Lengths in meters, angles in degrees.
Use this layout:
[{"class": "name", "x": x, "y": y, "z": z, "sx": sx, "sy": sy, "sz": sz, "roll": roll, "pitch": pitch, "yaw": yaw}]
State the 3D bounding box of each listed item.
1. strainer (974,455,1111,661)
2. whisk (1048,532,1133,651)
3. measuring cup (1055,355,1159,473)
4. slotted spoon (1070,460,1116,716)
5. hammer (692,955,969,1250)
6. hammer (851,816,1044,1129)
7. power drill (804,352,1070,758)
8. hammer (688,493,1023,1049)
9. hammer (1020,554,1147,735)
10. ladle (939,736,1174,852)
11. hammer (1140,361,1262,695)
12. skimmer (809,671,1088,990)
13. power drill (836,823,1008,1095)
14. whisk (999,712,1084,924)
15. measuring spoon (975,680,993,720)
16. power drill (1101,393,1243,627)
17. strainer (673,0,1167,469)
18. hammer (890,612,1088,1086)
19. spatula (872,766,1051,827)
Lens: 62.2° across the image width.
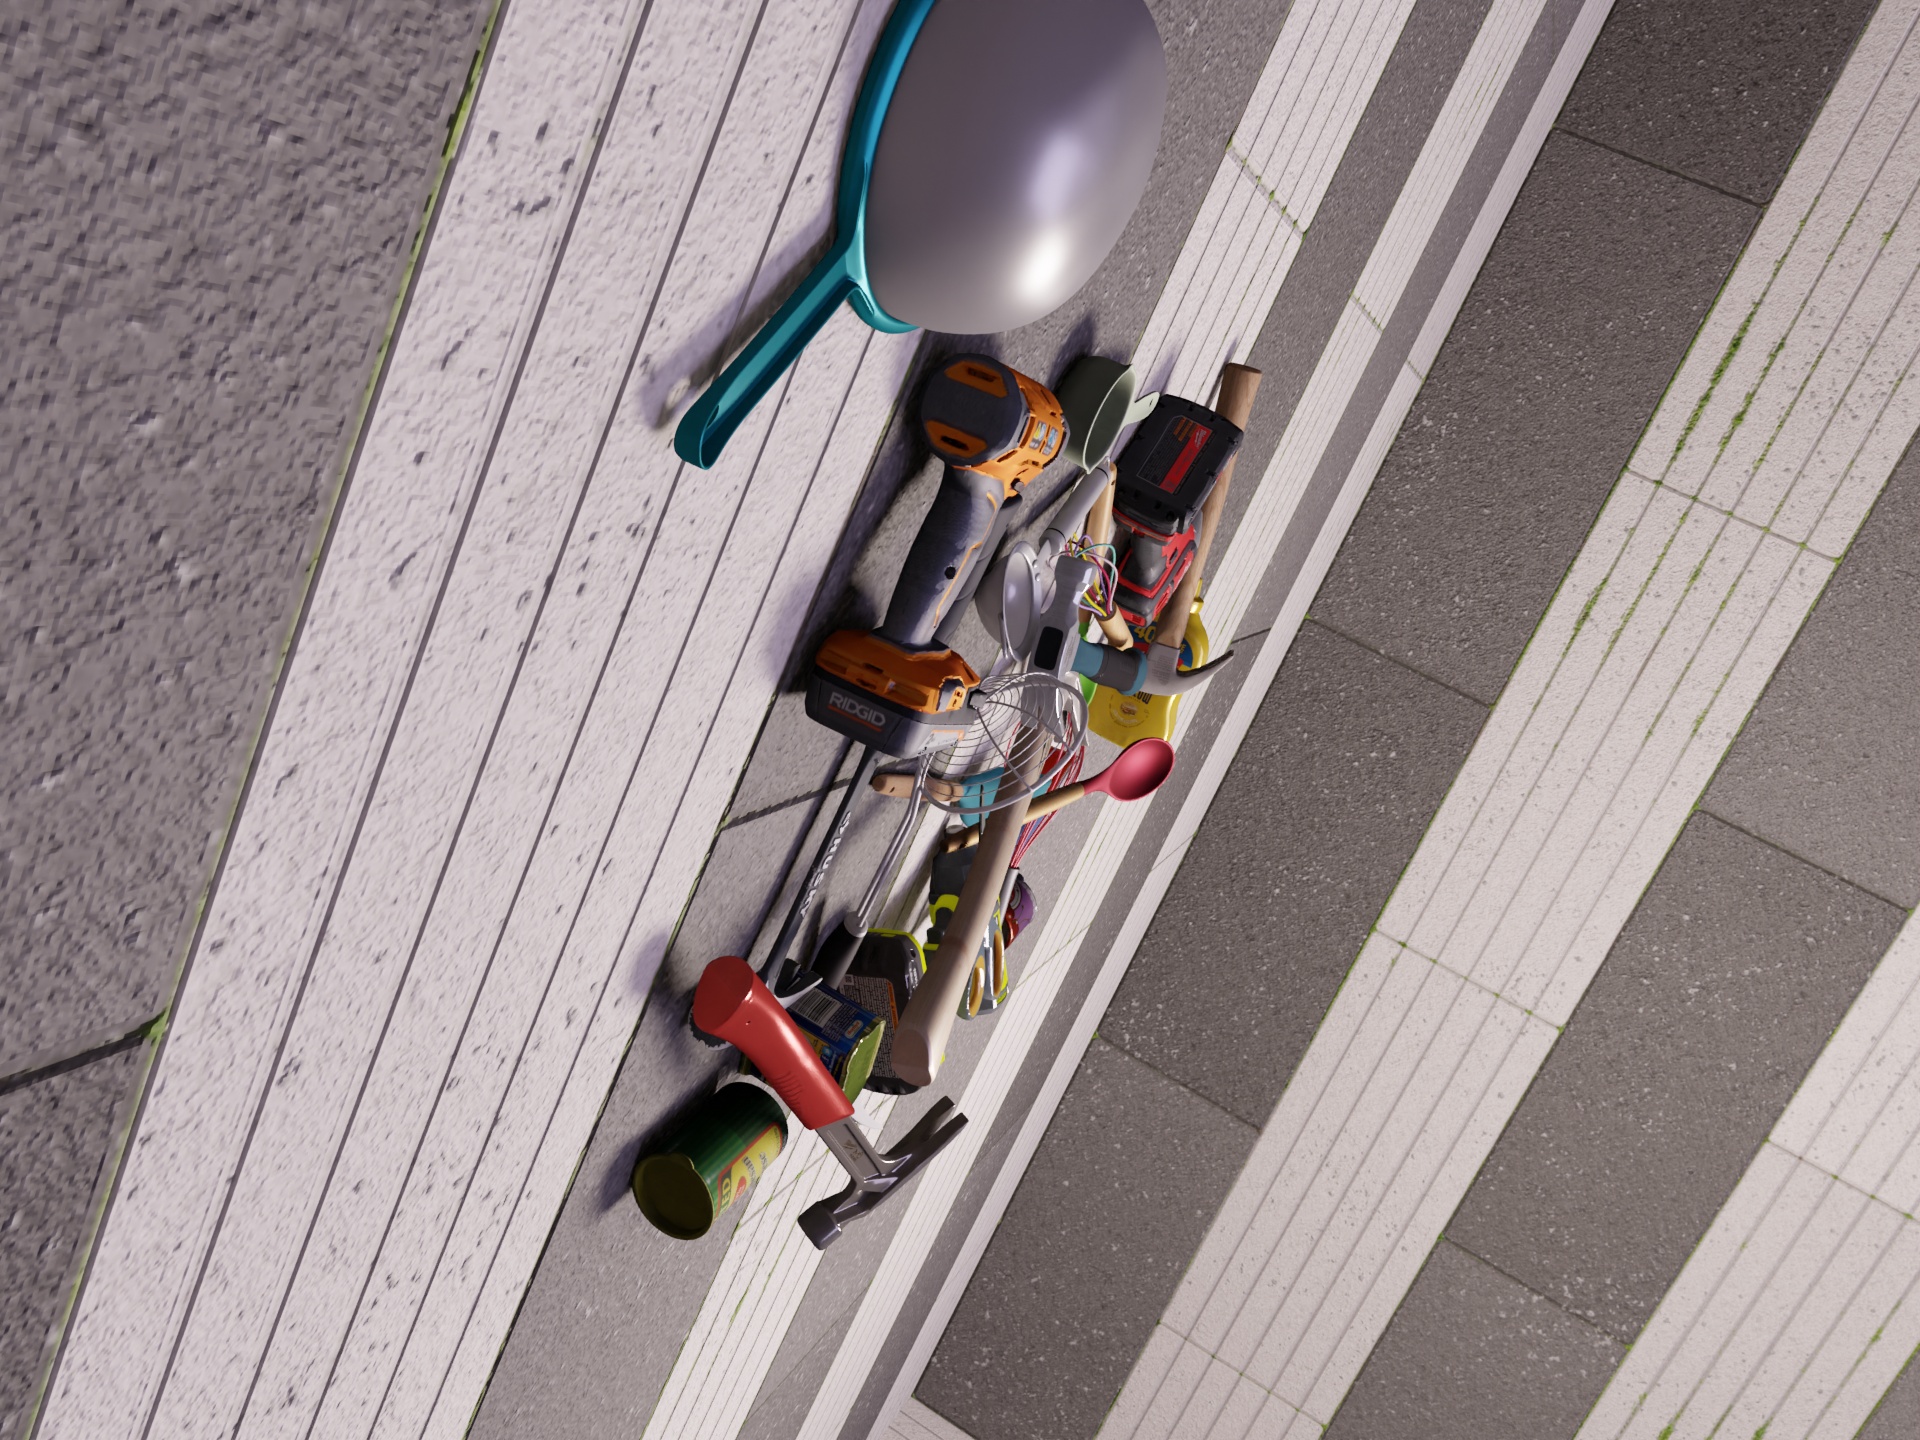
[{"class": "strainer", "x": 0.063, "y": -0.127, "z": 1.182, "sx": 0.258, "sy": 0.050, "sz": 0.086, "roll": -56, "pitch": 144, "yaw": -42}, {"class": "whisk", "x": 0.119, "y": -0.104, "z": 1.344, "sx": 0.051, "sy": 0.047, "sz": 0.244, "roll": -39, "pitch": 159, "yaw": 2}, {"class": "measuring cup", "x": 0.106, "y": -0.229, "z": 1.150, "sx": 0.167, "sy": 0.038, "sz": 0.083, "roll": -36, "pitch": 150, "yaw": -62}, {"class": "slotted spoon", "x": 0.112, "y": -0.110, "z": 1.398, "sx": 0.070, "sy": 0.031, "sz": 0.313, "roll": -43, "pitch": 156, "yaw": -30}, {"class": "hammer", "x": -0.093, "y": 0.250, "z": 1.085, "sx": 0.149, "sy": 0.037, "sz": 0.358, "roll": -39, "pitch": 145, "yaw": -14}, {"class": "hammer", "x": -0.010, "y": 0.203, "z": 1.499, "sx": 0.406, "sy": 0.035, "sz": 0.143, "roll": -53, "pitch": 149, "yaw": -36}, {"class": "power drill", "x": -0.001, "y": -0.098, "z": 0.949, "sx": 0.226, "sy": 0.084, "sz": 0.164, "roll": -69, "pitch": 164, "yaw": 11}, {"class": "hammer", "x": -0.059, "y": 0.029, "z": 1.068, "sx": 0.409, "sy": 0.036, "sz": 0.149, "roll": -64, "pitch": 166, "yaw": 7}, {"class": "hammer", "x": 0.109, "y": -0.049, "z": 1.284, "sx": 0.331, "sy": 0.033, "sz": 0.128, "roll": 7, "pitch": 100, "yaw": -74}, {"class": "ladle", "x": 0.089, "y": 0.069, "z": 1.399, "sx": 0.315, "sy": 0.031, "sz": 0.069, "roll": -18, "pitch": 129, "yaw": -47}, {"class": "hammer", "x": 0.233, "y": -0.181, "z": 1.549, "sx": 0.031, "sy": 0.130, "sz": 0.331, "roll": -62, "pitch": 167, "yaw": -71}, {"class": "skimmer", "x": -0.027, "y": 0.114, "z": 1.160, "sx": 0.127, "sy": 0.090, "sz": 0.363, "roll": -98, "pitch": -150, "yaw": -54}, {"class": "power drill", "x": -0.028, "y": 0.199, "z": 1.342, "sx": 0.223, "sy": 0.080, "sz": 0.171, "roll": -37, "pitch": 124, "yaw": -61}, {"class": "whisk", "x": 0.050, "y": 0.115, "z": 1.463, "sx": 0.296, "sy": 0.073, "sz": 0.073, "roll": -72, "pitch": 164, "yaw": 7}, {"class": "measuring spoon", "x": -0.002, "y": -0.004, "z": 1.226, "sx": 0.124, "sy": 0.018, "sz": 0.034, "roll": -27, "pitch": 143, "yaw": -64}, {"class": "power drill", "x": 0.184, "y": -0.185, "z": 1.417, "sx": 0.143, "sy": 0.078, "sz": 0.219, "roll": -57, "pitch": 167, "yaw": -17}, {"class": "strainer", "x": 0.004, "y": -0.219, "z": 0.717, "sx": 0.340, "sy": 0.095, "sz": 0.210, "roll": -56, "pitch": 164, "yaw": -26}, {"class": "hammer", "x": 0.029, "y": 0.105, "z": 1.235, "sx": 0.146, "sy": 0.038, "sz": 0.411, "roll": 75, "pitch": 28, "yaw": -44}, {"class": "spatula", "x": -0.003, "y": 0.062, "z": 1.282, "sx": 0.082, "sy": 0.044, "sz": 0.317, "roll": -53, "pitch": 163, "yaw": 7}]
